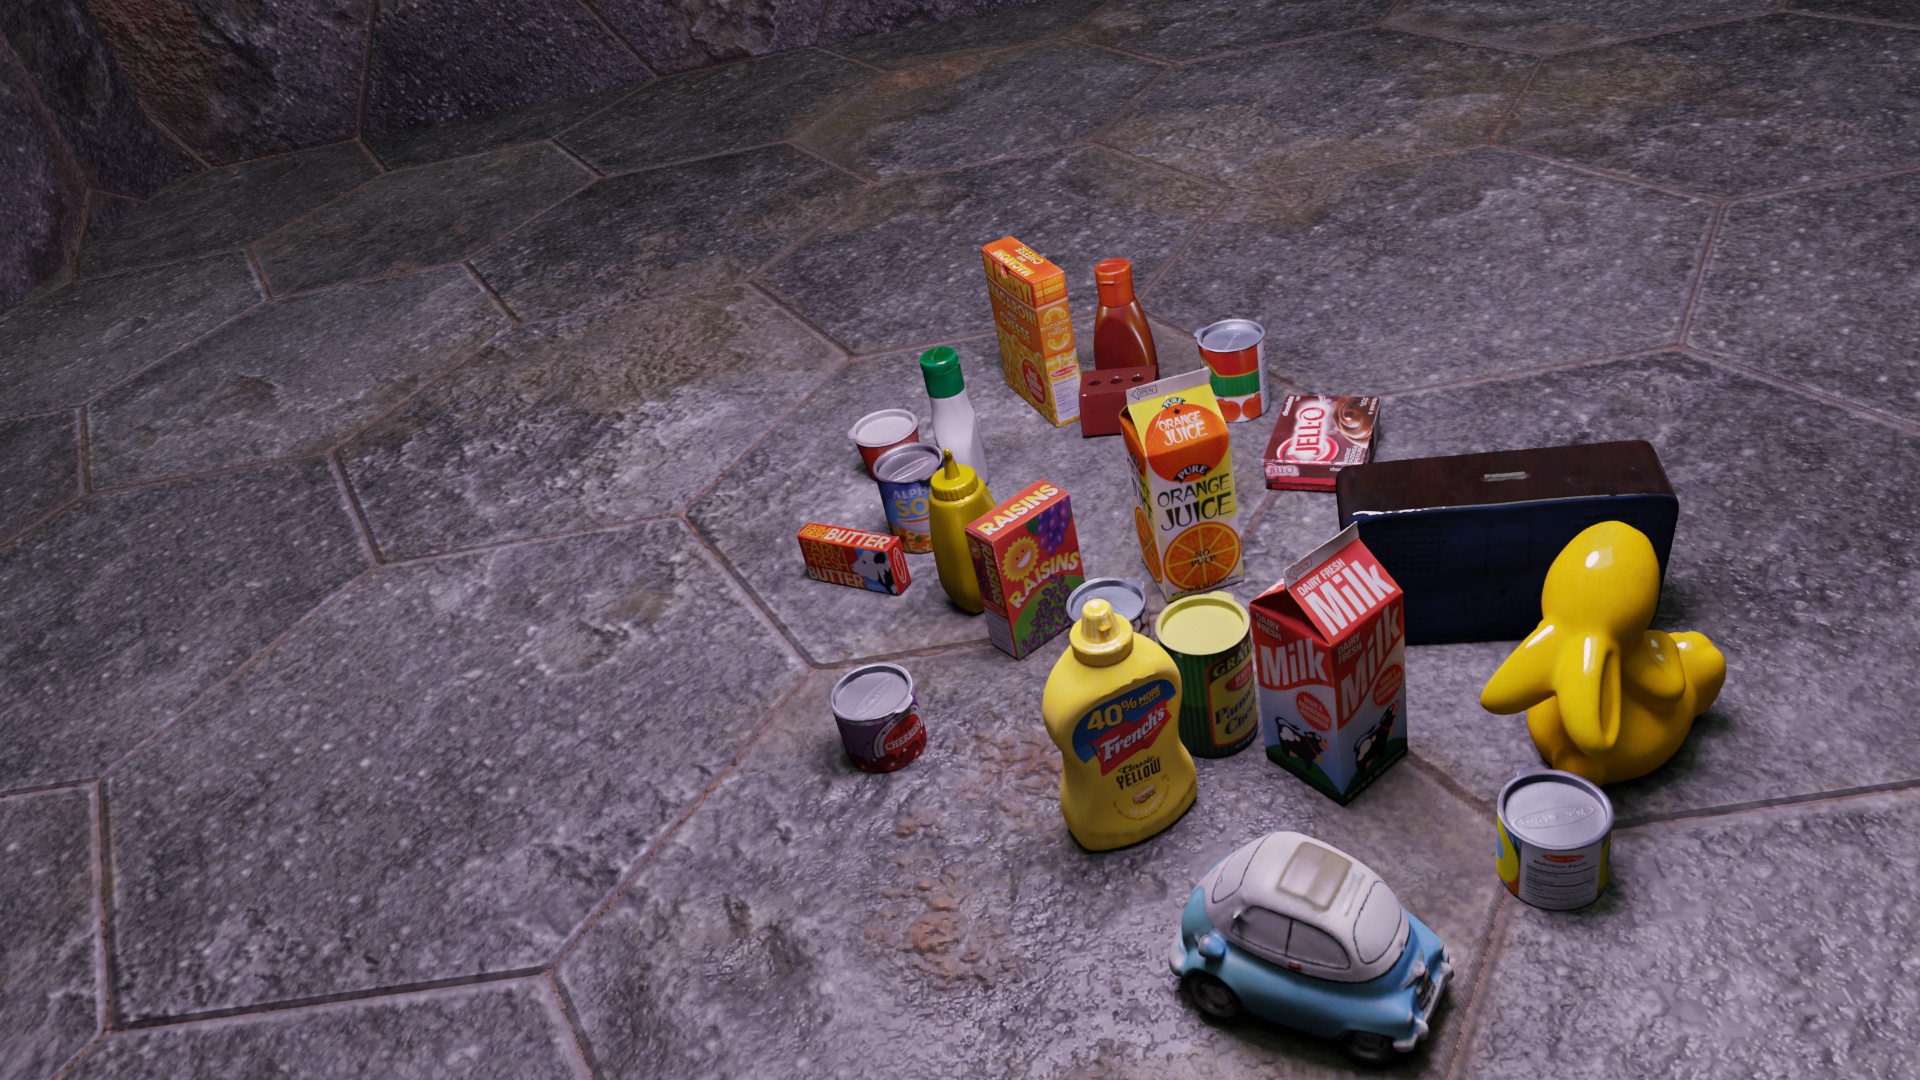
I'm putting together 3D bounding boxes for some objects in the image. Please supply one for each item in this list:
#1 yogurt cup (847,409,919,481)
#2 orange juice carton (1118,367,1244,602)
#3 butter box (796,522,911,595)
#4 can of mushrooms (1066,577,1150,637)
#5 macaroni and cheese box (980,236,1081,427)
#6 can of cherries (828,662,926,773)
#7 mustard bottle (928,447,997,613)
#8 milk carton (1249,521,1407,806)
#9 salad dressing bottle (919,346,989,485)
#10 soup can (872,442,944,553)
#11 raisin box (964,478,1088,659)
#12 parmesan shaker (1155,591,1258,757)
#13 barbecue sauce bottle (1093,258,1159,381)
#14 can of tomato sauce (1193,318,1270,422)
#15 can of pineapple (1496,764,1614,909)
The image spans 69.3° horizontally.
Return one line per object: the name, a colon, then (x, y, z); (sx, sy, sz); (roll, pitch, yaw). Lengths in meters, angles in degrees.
yogurt cup: (-0.072, -0.095, 1.418); (0.072, 0.053, 0.073); (-9, 34, 6)
orange juice carton: (0.182, -0.051, 1.148); (0.072, 0.191, 0.073); (-16, 34, -4)
butter box: (-0.098, 0.016, 1.270); (0.103, 0.053, 0.024); (10, 41, 30)
can of mushrooms: (0.124, 0.062, 1.146); (0.071, 0.033, 0.071); (-9, 35, 6)
macaroni and cheese box: (0.076, -0.217, 1.443); (0.040, 0.165, 0.124); (-23, 35, -14)
can of cherries: (-0.062, 0.139, 1.078); (0.071, 0.058, 0.072); (-9, 34, 6)
mustard bottle: (0.004, -0.015, 1.184); (0.065, 0.159, 0.049); (-35, 40, -29)
milk carton: (0.250, 0.079, 0.941); (0.072, 0.189, 0.073); (-31, 38, -24)
salad dressing bottle: (-0.007, -0.116, 1.343); (0.044, 0.147, 0.064); (-6, 35, 11)
soup can: (-0.039, -0.038, 1.300); (0.071, 0.083, 0.072); (-9, 34, 6)
raisin box: (0.057, 0.024, 1.144); (0.086, 0.122, 0.040); (-32, 38, -25)
parmesan shaker: (0.183, 0.098, 1.014); (0.071, 0.102, 0.072); (-9, 34, 6)
barbecue sauce bottle: (0.165, -0.214, 1.425); (0.065, 0.147, 0.044); (6, 39, 26)
can of tomato sauce: (0.270, -0.168, 1.382); (0.071, 0.082, 0.071); (-9, 34, 6)
can of pineapple: (0.369, 0.185, 0.866); (0.071, 0.057, 0.071); (-9, 34, 6)
